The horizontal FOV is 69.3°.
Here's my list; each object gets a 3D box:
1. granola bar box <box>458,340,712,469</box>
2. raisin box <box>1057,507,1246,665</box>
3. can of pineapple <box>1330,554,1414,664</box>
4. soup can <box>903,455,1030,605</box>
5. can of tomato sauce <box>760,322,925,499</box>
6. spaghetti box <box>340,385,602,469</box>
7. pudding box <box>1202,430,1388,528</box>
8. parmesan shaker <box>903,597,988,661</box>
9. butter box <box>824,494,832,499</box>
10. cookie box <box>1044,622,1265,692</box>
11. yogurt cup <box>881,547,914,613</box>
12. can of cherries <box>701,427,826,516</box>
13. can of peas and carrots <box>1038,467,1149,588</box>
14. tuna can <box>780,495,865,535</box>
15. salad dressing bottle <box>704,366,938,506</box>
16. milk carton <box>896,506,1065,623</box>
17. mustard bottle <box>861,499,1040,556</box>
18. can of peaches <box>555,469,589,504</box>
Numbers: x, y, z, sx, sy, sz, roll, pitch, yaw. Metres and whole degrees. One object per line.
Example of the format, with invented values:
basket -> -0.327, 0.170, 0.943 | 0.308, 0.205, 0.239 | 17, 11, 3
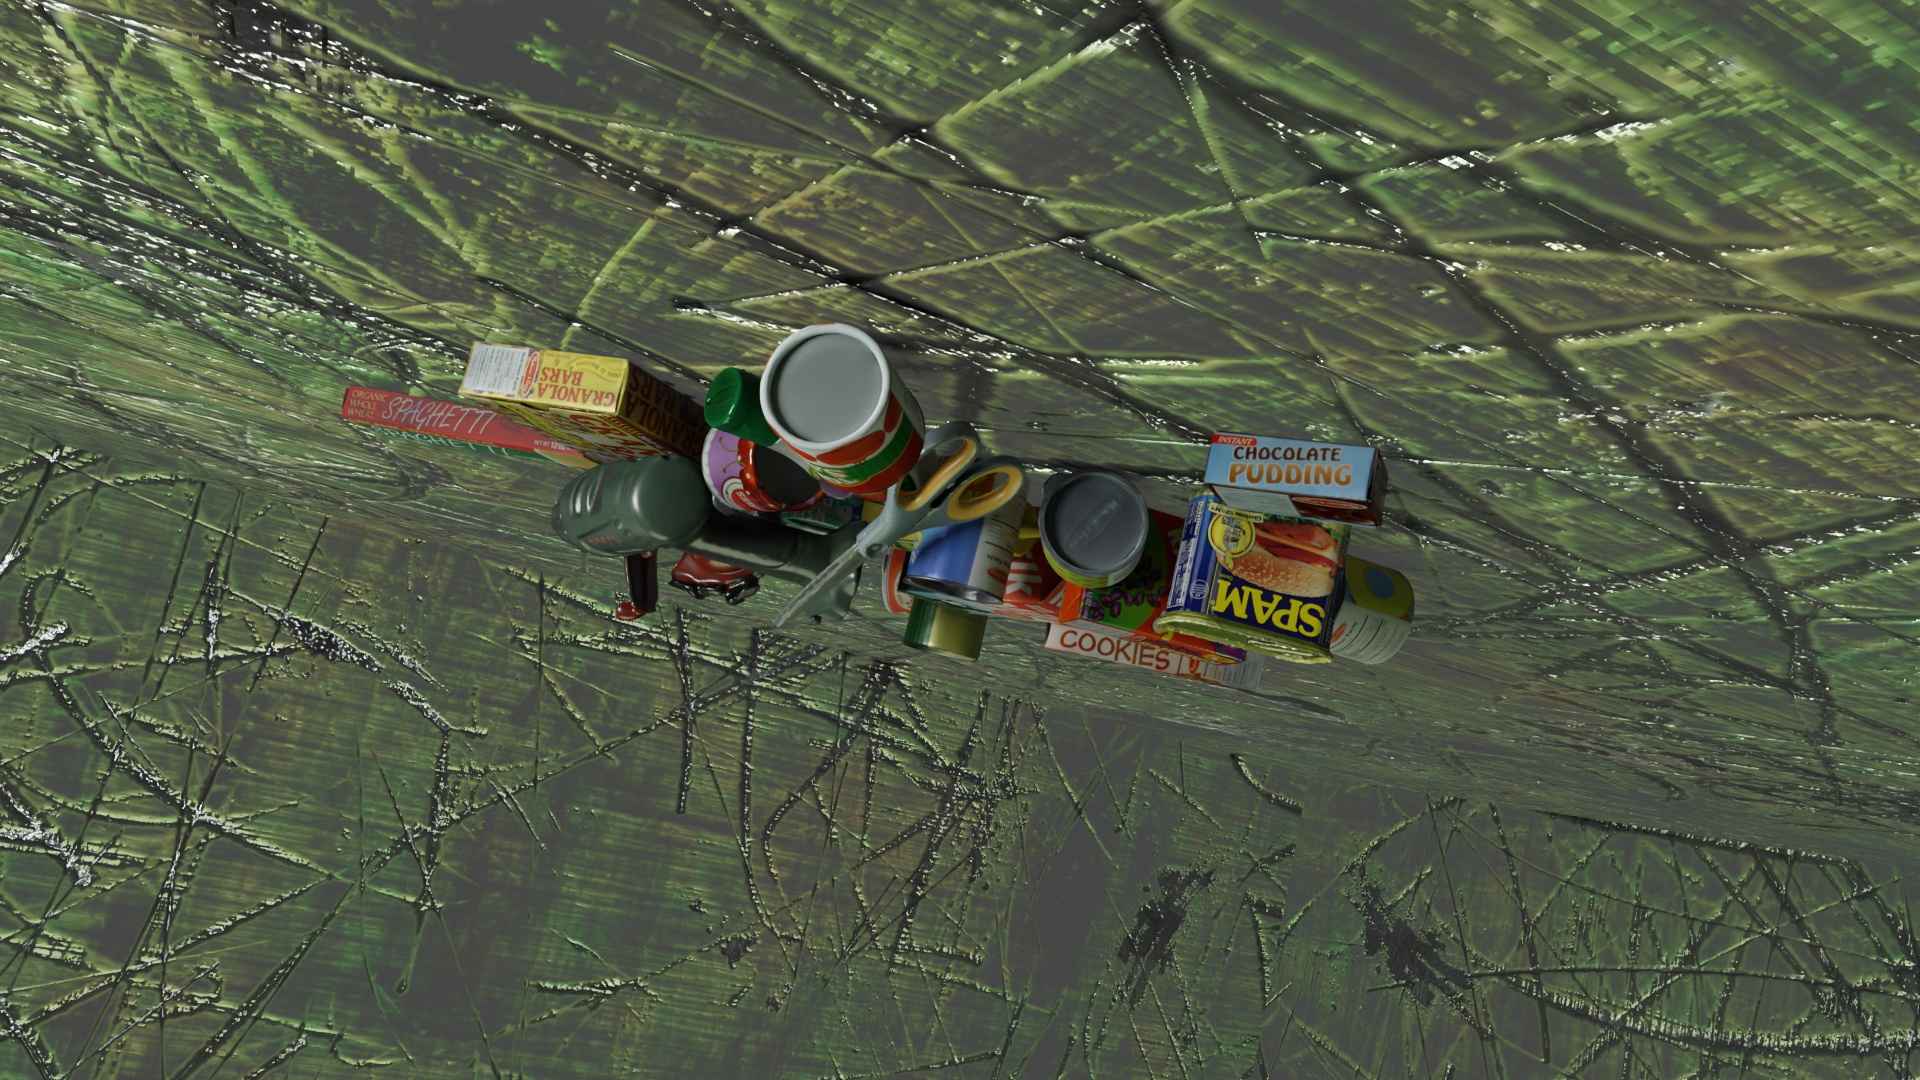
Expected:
granola bar box -> -0.232, -0.082, 0.933 | 0.124, 0.039, 0.165 | 9, 170, 22
raisin box -> 0.134, 0.027, 0.920 | 0.123, 0.086, 0.040 | 16, 165, -16
can of pineapple -> 0.254, 0.042, 0.912 | 0.058, 0.071, 0.071 | 17, 170, -20
soup can -> 0.003, -0.007, 0.910 | 0.071, 0.084, 0.071 | 13, 170, 2
can of tomato sauce -> -0.059, -0.064, 0.701 | 0.071, 0.071, 0.083 | 11, 170, 12
spaghetti box -> -0.395, -0.092, 1.139 | 0.250, 0.029, 0.050 | 10, 169, 20
pudding box -> 0.170, -0.031, 0.699 | 0.084, 0.030, 0.049 | 9, 168, 25
parmesan shaker -> -0.008, 0.044, 1.172 | 0.071, 0.103, 0.071 | 13, 170, 2
butter box -> -0.100, -0.051, 0.976 | 0.053, 0.024, 0.103 | 16, 171, -17
cookie box -> 0.157, 0.065, 1.116 | 0.167, 0.040, 0.123 | 12, -163, 6
yogurt cup -> -0.037, 0.035, 1.287 | 0.054, 0.072, 0.072 | 2, 168, 14
can of cherries -> -0.121, -0.048, 0.877 | 0.071, 0.071, 0.058 | 21, 167, -40
can of peas and carrots -> 0.080, -0.008, 0.857 | 0.071, 0.071, 0.058 | 12, 171, 7
tuna can -> -0.110, -0.025, 1.117 | 0.071, 0.033, 0.071 | 13, 171, 2
salad dressing bottle -> -0.081, -0.061, 0.824 | 0.147, 0.044, 0.064 | 21, 152, -39
milk carton -> 0.048, 0.018, 1.026 | 0.190, 0.073, 0.072 | 4, 166, 44
mustard bottle -> 0.004, -0.012, 0.984 | 0.160, 0.049, 0.065 | 6, 171, 39
can of peaches -> -0.290, -0.035, 1.155 | 0.071, 0.071, 0.058 | 10, -152, 19
